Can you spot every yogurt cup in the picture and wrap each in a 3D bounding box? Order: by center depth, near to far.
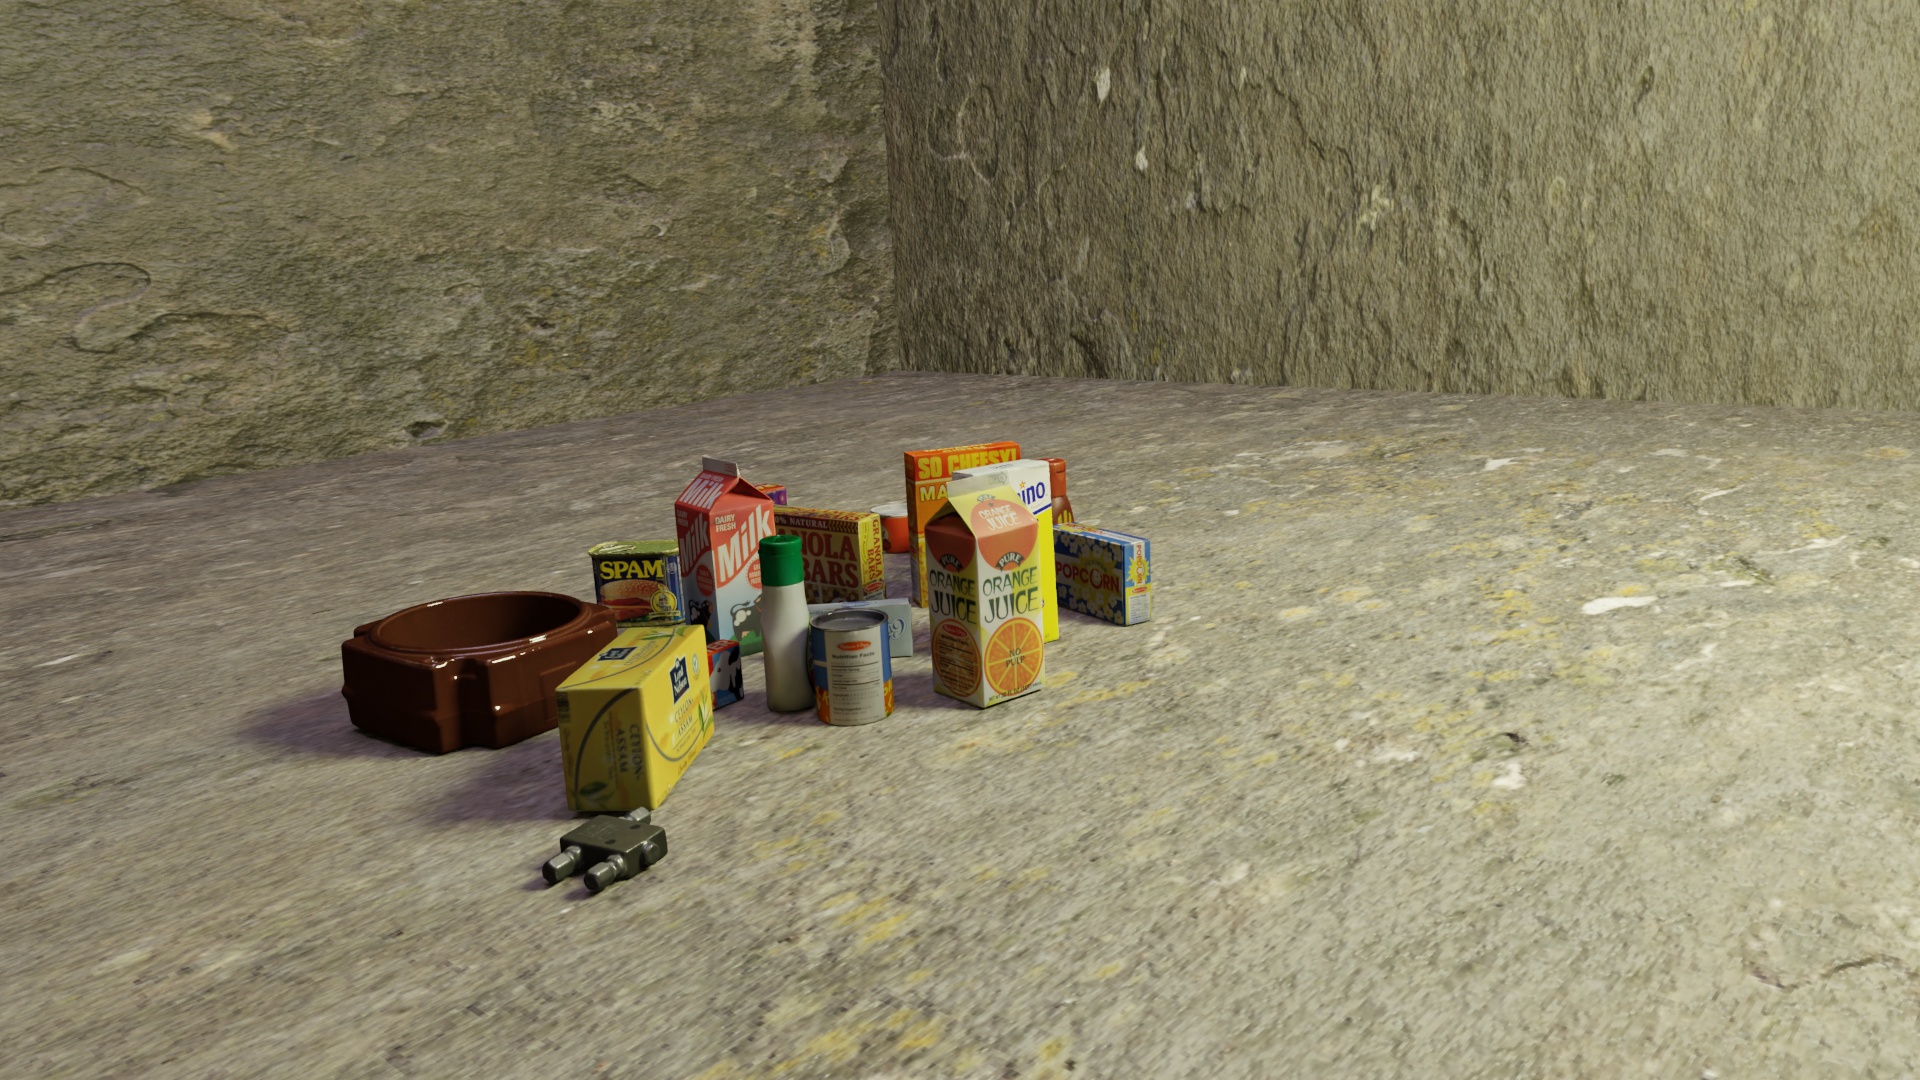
[{"bbox_3d":[-0.079,-0.015,1.765,0.072,0.053,0.072,-3,13,1],"label":"yogurt cup"}]

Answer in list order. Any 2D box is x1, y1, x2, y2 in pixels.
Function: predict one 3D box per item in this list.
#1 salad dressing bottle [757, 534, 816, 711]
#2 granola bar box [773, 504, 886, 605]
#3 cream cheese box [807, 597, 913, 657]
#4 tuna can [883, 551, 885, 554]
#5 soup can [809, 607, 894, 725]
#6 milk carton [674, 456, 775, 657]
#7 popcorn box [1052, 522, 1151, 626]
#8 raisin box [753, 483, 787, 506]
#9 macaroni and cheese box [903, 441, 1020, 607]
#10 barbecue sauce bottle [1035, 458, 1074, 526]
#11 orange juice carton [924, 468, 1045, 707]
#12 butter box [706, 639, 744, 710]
[{"bbox_3d":[-0.150,0.070,1.192,0.044,0.147,0.064,-4,12,-6],"label":"salad dressing bottle"},{"bbox_3d":[-0.151,0.030,1.423,0.165,0.124,0.039,6,15,36],"label":"granola bar box"},{"bbox_3d":[-0.098,0.086,1.323,0.104,0.053,0.024,-4,12,-4],"label":"cream cheese box"},{"bbox_3d":[-0.121,0.030,1.621,0.071,0.032,0.071,-3,13,1],"label":"tuna can"},{"bbox_3d":[-0.091,0.105,1.169,0.071,0.083,0.071,-3,12,1],"label":"soup can"},{"bbox_3d":[-0.228,0.014,1.361,0.074,0.190,0.072,-13,15,-38],"label":"milk carton"},{"bbox_3d":[0.142,0.033,1.430,0.038,0.085,0.127,-11,15,-32],"label":"popcorn box"},{"bbox_3d":[-0.235,0.004,1.561,0.086,0.123,0.040,-15,17,-43],"label":"raisin box"},{"bbox_3d":[0.005,-0.019,1.506,0.124,0.166,0.040,-7,13,-18],"label":"macaroni and cheese box"},{"bbox_3d":[0.098,-0.013,1.501,0.043,0.148,0.065,8,16,41],"label":"barbecue sauce bottle"},{"bbox_3d":[0.020,0.038,1.191,0.072,0.192,0.073,-13,16,-38],"label":"orange juice carton"},{"bbox_3d":[-0.231,0.123,1.189,0.024,0.053,0.104,6,16,37],"label":"butter box"}]
